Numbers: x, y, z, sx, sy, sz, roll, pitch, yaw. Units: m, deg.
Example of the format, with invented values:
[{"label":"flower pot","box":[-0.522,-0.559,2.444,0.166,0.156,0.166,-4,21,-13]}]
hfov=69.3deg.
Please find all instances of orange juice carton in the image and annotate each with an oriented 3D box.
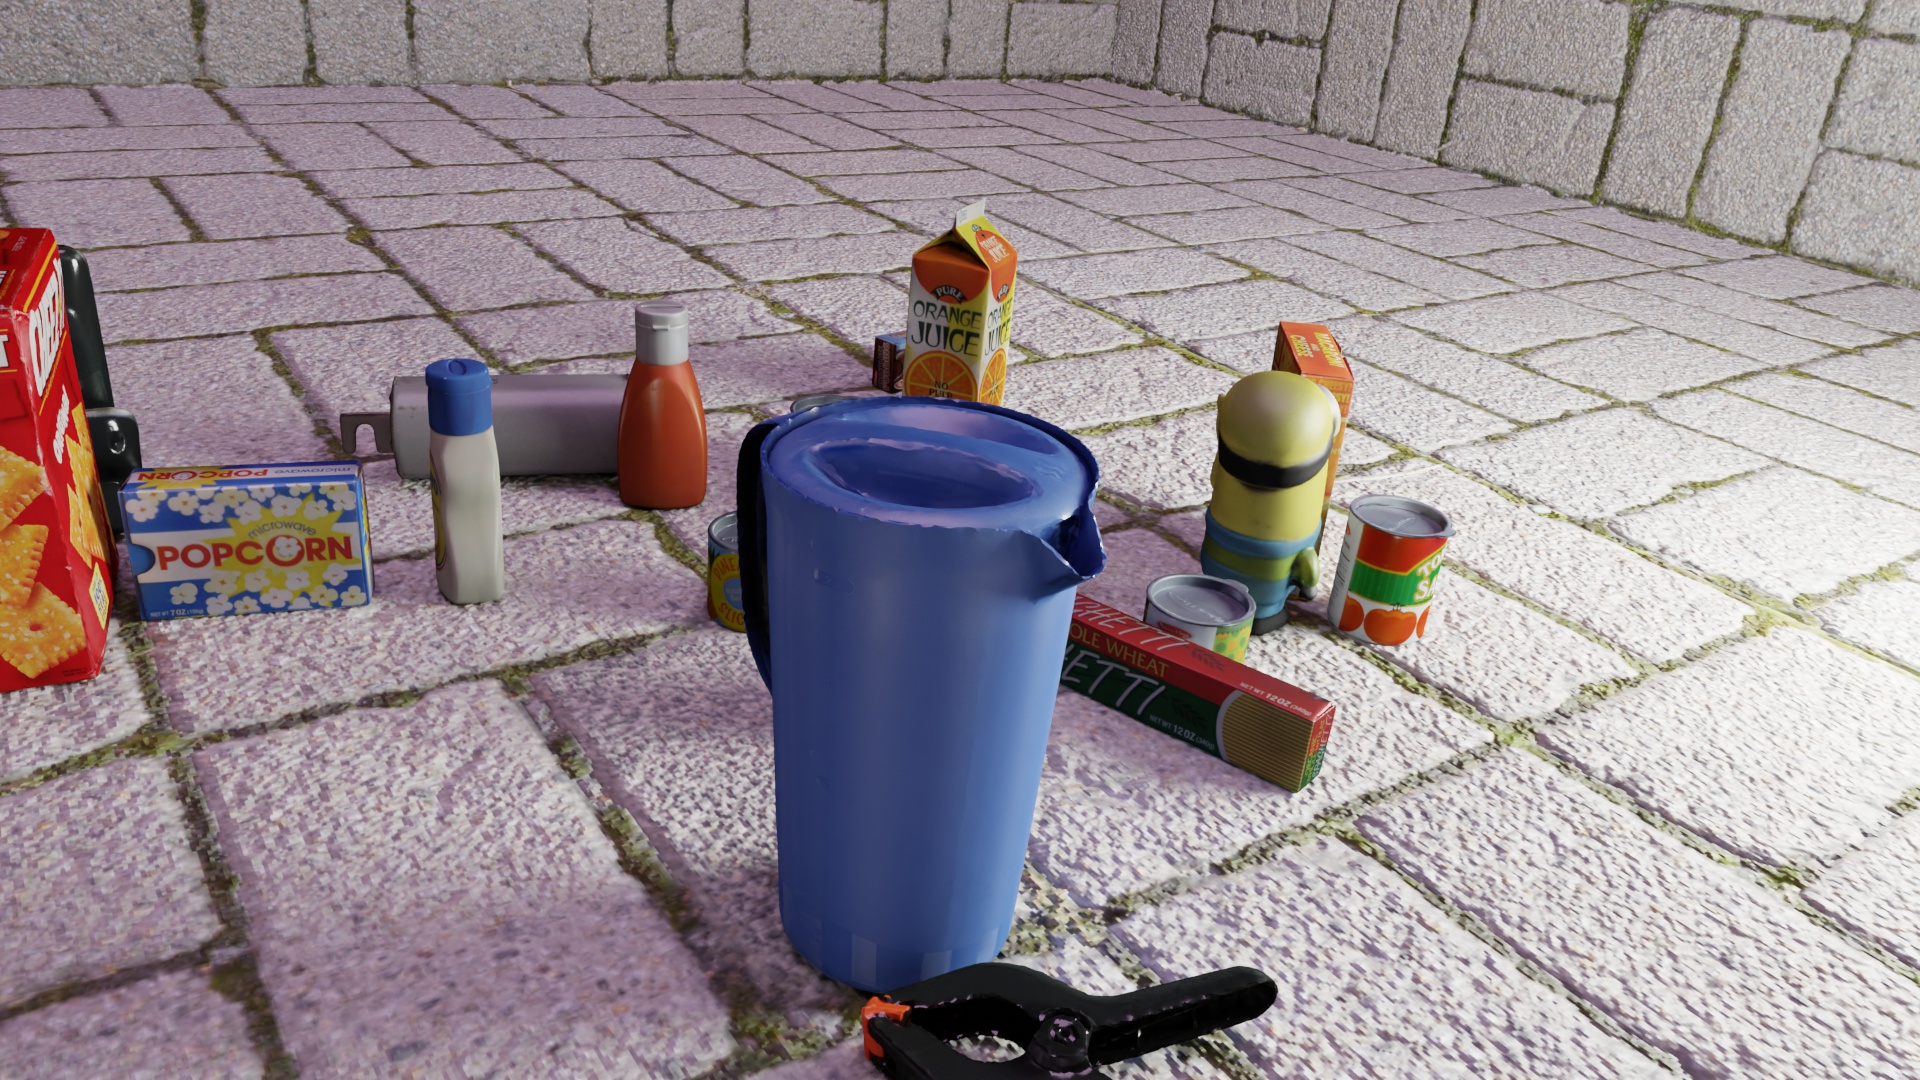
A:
[{"label":"orange juice carton","box":[0.000,-0.193,1.192,0.073,0.191,0.072,14,27,17]}]

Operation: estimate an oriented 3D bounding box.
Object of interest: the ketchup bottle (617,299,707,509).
[{"label":"ketchup bottle","box":[-0.215,-0.097,1.000,0.065,0.148,0.044,0,26,-11]}]

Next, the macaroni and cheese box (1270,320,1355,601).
[{"label":"macaroni and cheese box","box":[0.239,-0.059,0.994,0.040,0.165,0.124,7,25,3]}]

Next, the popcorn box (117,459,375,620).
[{"label":"popcorn box","box":[-0.424,-0.001,0.833,0.127,0.084,0.038,-4,27,-18]}]

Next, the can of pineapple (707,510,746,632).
[{"label":"can of pineapple","box":[-0.128,0.020,0.881,0.071,0.057,0.071,5,26,-2]}]

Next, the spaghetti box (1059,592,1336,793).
[{"label":"spaghetti box","box":[0.098,0.073,0.825,0.250,0.050,0.029,23,30,32]}]

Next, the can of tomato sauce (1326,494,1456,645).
[{"label":"can of tomato sauce","box":[0.290,0.020,0.935,0.071,0.082,0.071,5,25,-2]}]

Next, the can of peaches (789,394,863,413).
[{"label":"can of peaches","box":[-0.099,-0.076,1.086,0.071,0.057,0.071,5,26,-2]}]

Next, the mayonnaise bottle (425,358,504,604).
[{"label":"mayonnaise bottle","box":[-0.307,-0.038,0.860,0.041,0.147,0.065,-8,28,-25]}]

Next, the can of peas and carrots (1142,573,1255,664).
[{"label":"can of peas and carrots","box":[0.145,0.060,0.853,0.071,0.058,0.071,5,26,-2]}]

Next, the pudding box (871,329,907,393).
[{"label":"pudding box","box":[-0.043,-0.172,1.303,0.030,0.049,0.084,26,33,37]}]
